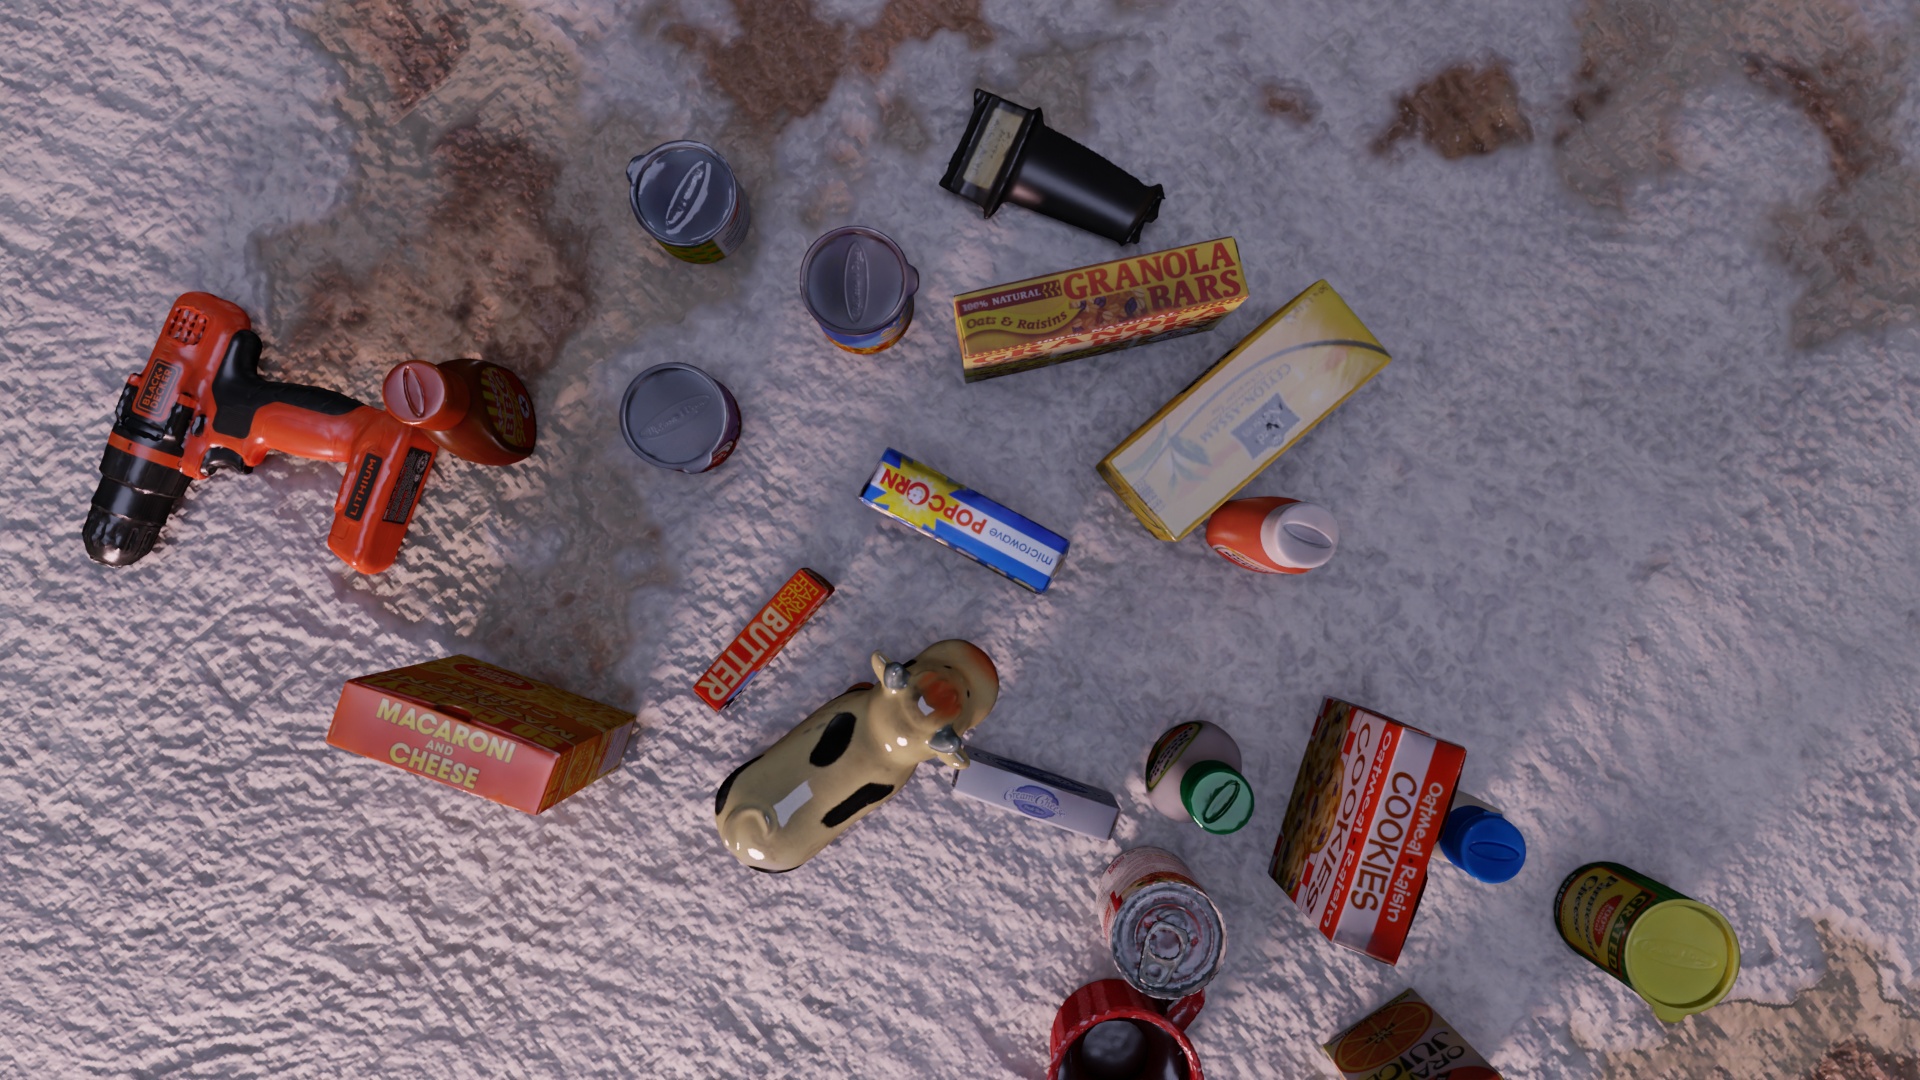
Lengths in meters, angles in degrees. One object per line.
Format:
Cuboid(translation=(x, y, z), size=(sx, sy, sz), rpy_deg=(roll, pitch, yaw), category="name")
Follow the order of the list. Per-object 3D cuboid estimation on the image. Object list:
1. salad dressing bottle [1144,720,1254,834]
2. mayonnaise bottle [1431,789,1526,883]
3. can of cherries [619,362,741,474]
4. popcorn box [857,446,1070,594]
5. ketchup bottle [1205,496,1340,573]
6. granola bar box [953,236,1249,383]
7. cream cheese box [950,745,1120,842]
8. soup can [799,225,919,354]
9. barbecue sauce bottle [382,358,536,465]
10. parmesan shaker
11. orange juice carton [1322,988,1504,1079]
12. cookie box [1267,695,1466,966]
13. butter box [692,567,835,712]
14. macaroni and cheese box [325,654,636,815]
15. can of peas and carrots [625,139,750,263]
Cuboid(translation=(0.143, 0.142, 0.826), size=(0.044, 0.147, 0.064), rpy_deg=(40, 90, 1), category="salad dressing bottle")
Cuboid(translation=(0.289, 0.169, 0.825), size=(0.065, 0.148, 0.041), rpy_deg=(9, 89, 1), category="mayonnaise bottle")
Cuboid(translation=(-0.175, -0.074, 0.877), size=(0.071, 0.058, 0.071), rpy_deg=(0, 89, 0), category="can of cherries")
Cuboid(translation=(0.003, -0.011, 0.862), size=(0.127, 0.085, 0.038), rpy_deg=(28, 90, 1), category="popcorn box")
Cuboid(translation=(0.189, -0.003, 0.829), size=(0.065, 0.149, 0.043), rpy_deg=(20, 90, 1), category="ketchup bottle")
Cuboid(translation=(0.079, -0.138, 0.845), size=(0.166, 0.124, 0.039), rpy_deg=(-12, 89, 0), category="granola bar box")
Cuboid(translation=(0.046, 0.158, 0.874), size=(0.104, 0.053, 0.024), rpy_deg=(18, 89, 1), category="cream cheese box")
Cuboid(translation=(-0.060, -0.154, 0.866), size=(0.071, 0.084, 0.071), rpy_deg=(0, 89, 0), category="soup can")
Cuboid(translation=(-0.299, -0.080, 0.833), size=(0.044, 0.148, 0.065), rpy_deg=(-14, 89, 0), category="barbecue sauce bottle")
Cuboid(translation=(0.413, 0.241, 0.845), size=(0.071, 0.103, 0.071), rpy_deg=(0, 89, 0), category="parmesan shaker")
Cuboid(translation=(0.279, 0.335, 0.799), size=(0.072, 0.192, 0.073), rpy_deg=(-33, 89, 0), category="orange juice carton")
Cuboid(translation=(0.234, 0.163, 0.816), size=(0.040, 0.167, 0.123), rpy_deg=(18, 89, 1), category="cookie box")
Cuboid(translation=(-0.123, 0.061, 0.877), size=(0.024, 0.053, 0.103), rpy_deg=(42, 89, 1), category="butter box")
Cuboid(translation=(-0.275, 0.109, 0.820), size=(0.124, 0.166, 0.040), rpy_deg=(19, 90, 1), category="macaroni and cheese box")
Cuboid(translation=(-0.172, -0.214, 0.880), size=(0.071, 0.058, 0.071), rpy_deg=(0, 89, 0), category="can of peas and carrots")
